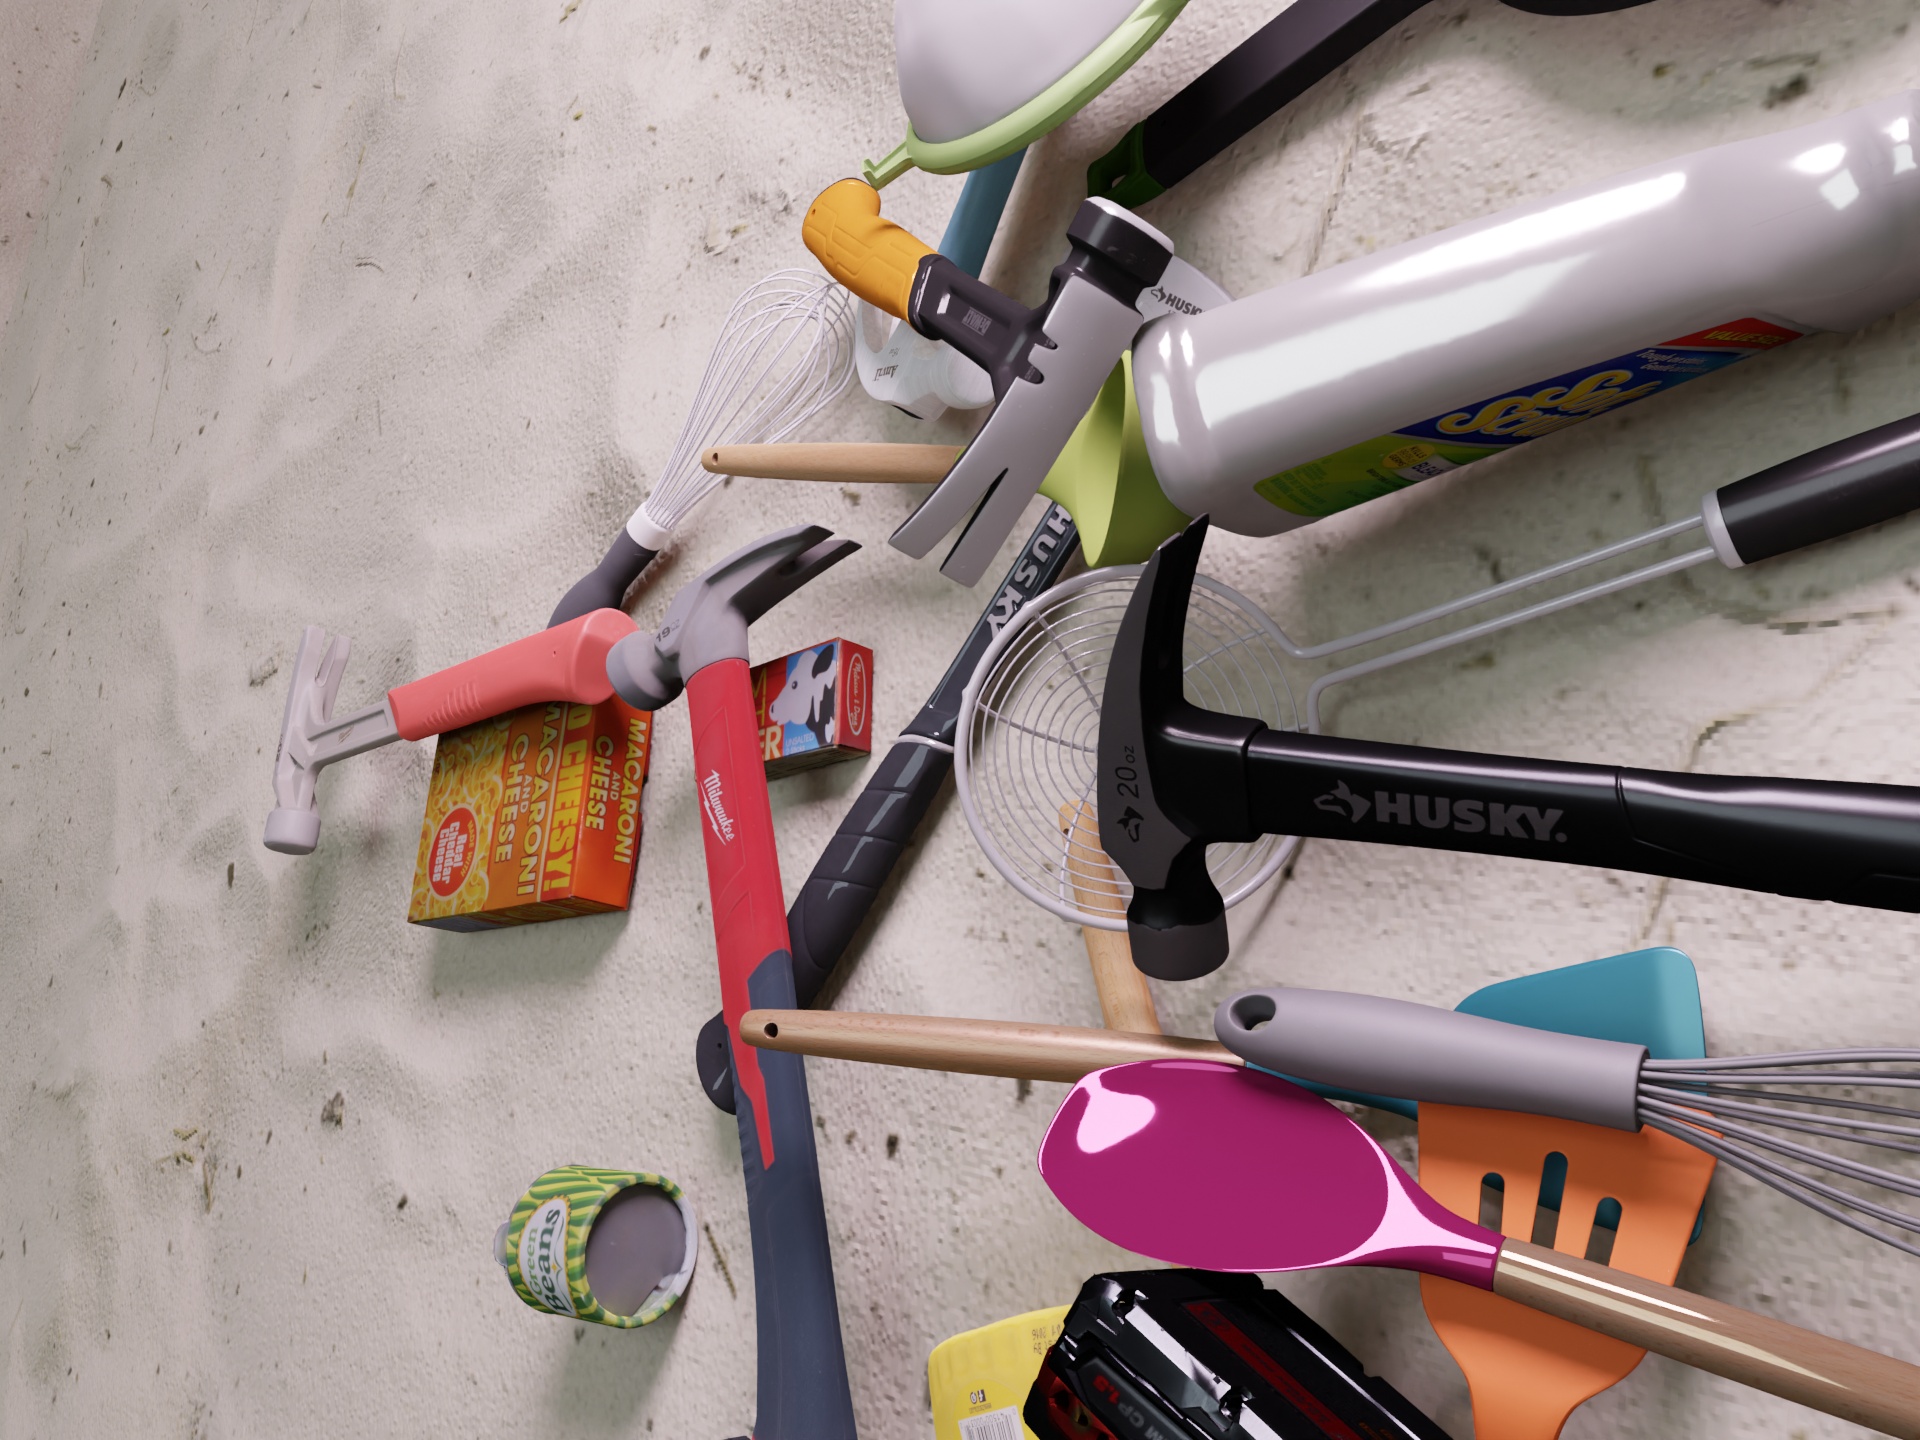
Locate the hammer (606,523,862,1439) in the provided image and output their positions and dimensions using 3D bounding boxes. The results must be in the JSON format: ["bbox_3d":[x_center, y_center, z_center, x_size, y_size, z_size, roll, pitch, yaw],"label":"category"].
[{"bbox_3d":[-0.072,0.105,0.651,0.143,0.038,0.387,-29,59,32],"label":"hammer"}]

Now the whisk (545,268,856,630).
[{"bbox_3d":[-0.147,-0.124,0.839,0.284,0.070,0.070,-45,49,29],"label":"whisk"}]

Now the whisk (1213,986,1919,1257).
[{"bbox_3d":[0.177,0.100,0.418,0.239,0.055,0.055,4,79,34],"label":"whisk"}]

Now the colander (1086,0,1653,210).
[{"bbox_3d":[0.168,-0.309,0.549,0.397,0.094,0.205,-26,48,41],"label":"colander"}]

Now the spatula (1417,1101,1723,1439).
[{"bbox_3d":[0.145,0.257,0.425,0.081,0.041,0.322,5,87,29],"label":"spatula"}]

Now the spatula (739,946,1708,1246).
[{"bbox_3d":[0.065,0.109,0.514,0.317,0.044,0.082,0,79,21],"label":"spatula"}]

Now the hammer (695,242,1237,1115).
[{"bbox_3d":[-0.001,-0.002,0.667,0.149,0.036,0.409,43,107,43],"label":"hammer"}]

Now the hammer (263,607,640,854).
[{"bbox_3d":[-0.298,-0.018,0.905,0.359,0.036,0.149,-14,64,42],"label":"hammer"}]

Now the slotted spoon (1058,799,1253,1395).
[{"bbox_3d":[0.076,0.162,0.538,0.070,0.031,0.314,-50,42,43],"label":"slotted spoon"}]

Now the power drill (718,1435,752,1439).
[{"bbox_3d":[-0.089,0.393,0.582,0.164,0.084,0.227,-42,55,26],"label":"power drill"}]

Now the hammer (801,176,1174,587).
[{"bbox_3d":[-0.020,-0.166,0.637,0.127,0.034,0.337,-58,27,14],"label":"hammer"}]

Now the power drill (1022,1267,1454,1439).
[{"bbox_3d":[0.055,0.279,0.404,0.188,0.080,0.226,33,99,42],"label":"power drill"}]

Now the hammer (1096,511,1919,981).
[{"bbox_3d":[0.188,0.022,0.410,0.335,0.035,0.146,5,116,32],"label":"hammer"}]

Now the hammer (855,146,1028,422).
[{"bbox_3d":[0.033,-0.290,0.721,0.128,0.033,0.331,13,81,62],"label":"hammer"}]

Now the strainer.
[{"bbox_3d":[0.051,-0.284,0.575,0.256,0.069,0.151,10,62,54],"label":"strainer"}]

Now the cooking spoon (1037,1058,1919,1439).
[{"bbox_3d":[0.164,0.148,0.406,0.319,0.017,0.069,11,46,31],"label":"cooking spoon"}]

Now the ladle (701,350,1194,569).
[{"bbox_3d":[-0.024,-0.108,0.659,0.320,0.062,0.078,11,96,47],"label":"ladle"}]

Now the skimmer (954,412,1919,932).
[{"bbox_3d":[0.162,-0.029,0.476,0.363,0.090,0.127,-21,94,35],"label":"skimmer"}]
